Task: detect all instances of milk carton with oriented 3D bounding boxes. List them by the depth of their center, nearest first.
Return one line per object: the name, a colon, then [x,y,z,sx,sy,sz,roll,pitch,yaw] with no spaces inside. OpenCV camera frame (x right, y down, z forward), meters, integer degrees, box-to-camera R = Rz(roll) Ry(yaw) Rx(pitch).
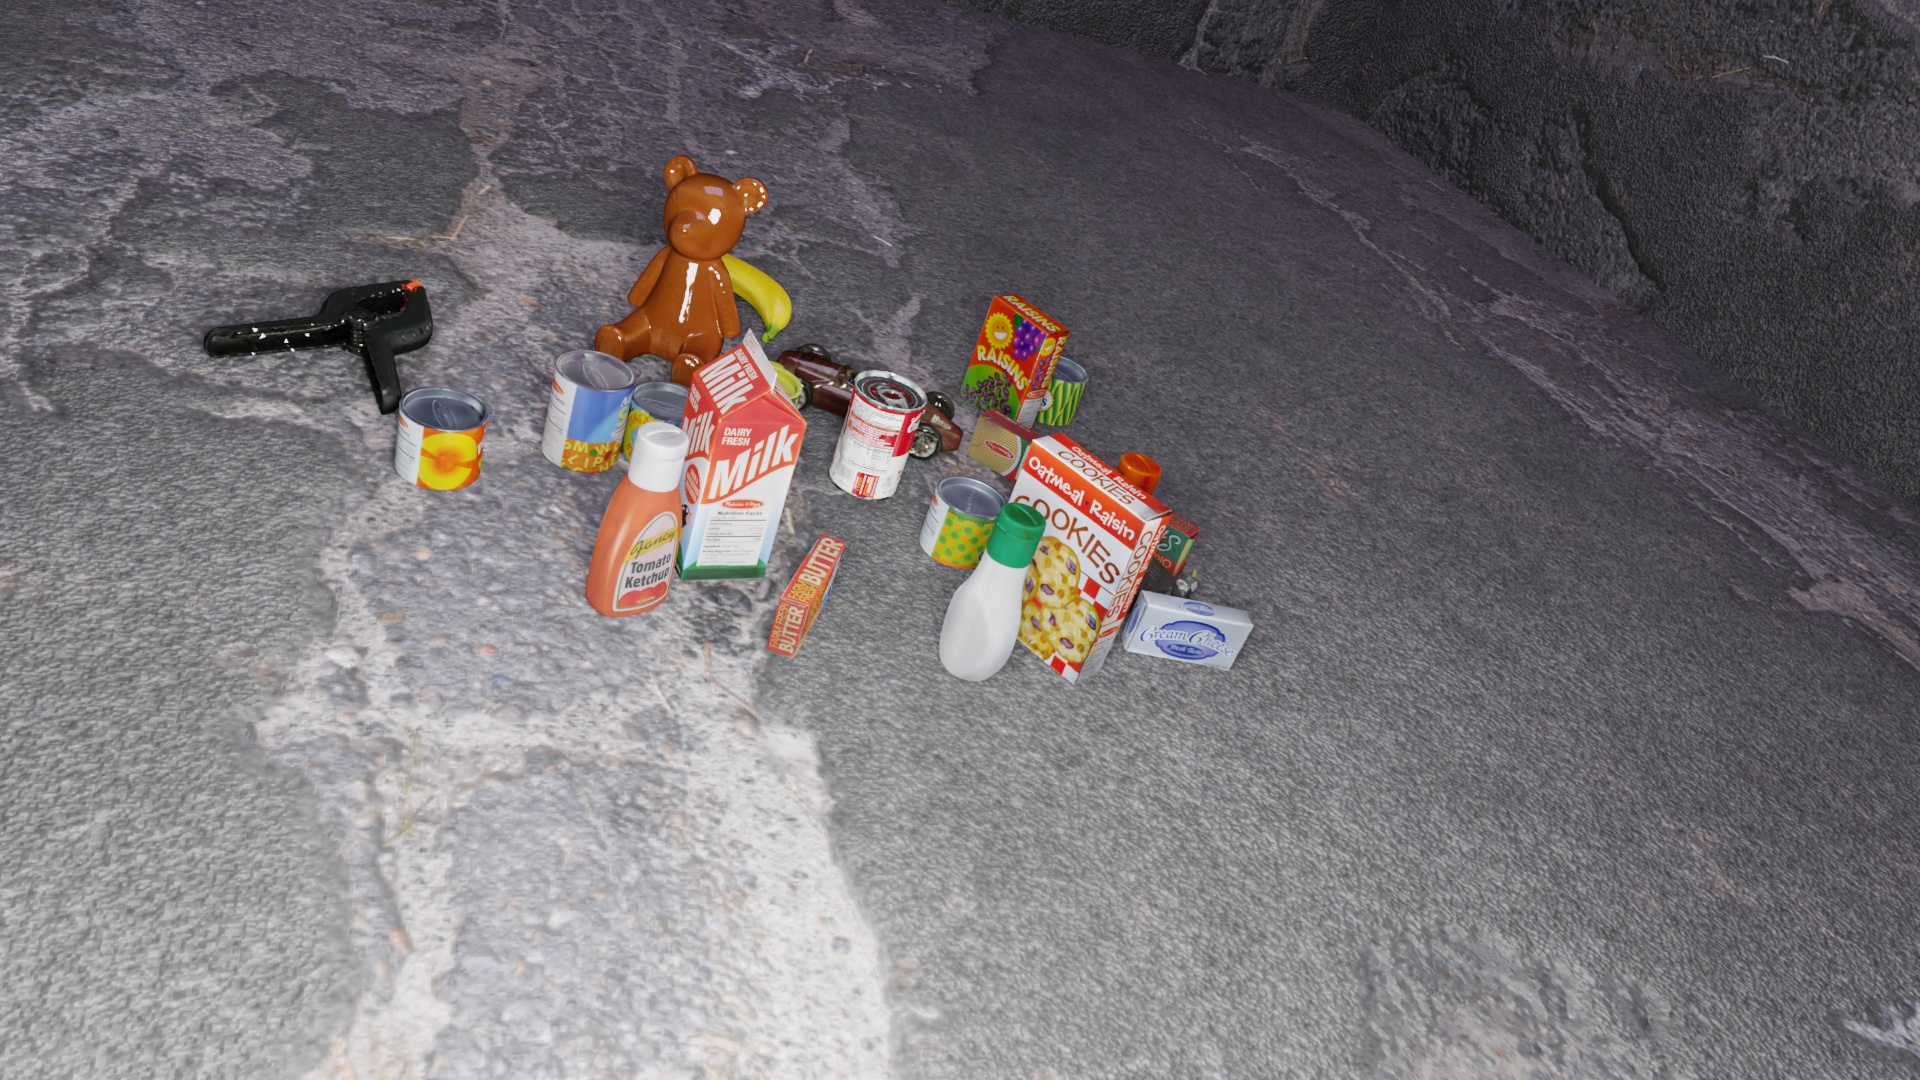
milk carton: [-0.176,-0.065,1.083,0.073,0.189,0.072,0,36,-31]

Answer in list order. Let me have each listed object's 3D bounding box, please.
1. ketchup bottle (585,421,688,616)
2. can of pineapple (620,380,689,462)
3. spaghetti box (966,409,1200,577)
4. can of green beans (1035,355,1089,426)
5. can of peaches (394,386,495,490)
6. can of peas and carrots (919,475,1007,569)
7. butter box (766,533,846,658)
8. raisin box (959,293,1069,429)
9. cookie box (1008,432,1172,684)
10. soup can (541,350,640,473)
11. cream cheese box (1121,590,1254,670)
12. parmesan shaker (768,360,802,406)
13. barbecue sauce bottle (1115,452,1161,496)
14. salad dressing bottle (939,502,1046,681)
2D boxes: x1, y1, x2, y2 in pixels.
ketchup bottle: [-0.231,-0.015,1.013,0.043,0.148,0.065,38,35,28]
can of pineapple: [-0.262,-0.098,1.215,0.071,0.057,0.071,15,31,-9]
spaghetti box: [0.119,-0.048,1.366,0.250,0.050,0.029,32,32,19]
can of green beans: [0.101,-0.167,1.537,0.071,0.057,0.071,15,31,-9]
can of peaches: [-0.409,-0.081,1.101,0.071,0.057,0.071,15,31,-9]
can of peas and carrots: [0.004,-0.016,1.239,0.071,0.058,0.071,15,31,-9]
butter box: [-0.119,0.042,1.081,0.024,0.052,0.104,21,31,1]
raisin box: [0.057,-0.189,1.481,0.040,0.122,0.086,-14,44,-44]
cookie box: [0.087,0.014,1.134,0.123,0.166,0.040,38,35,28]
soup can: [-0.313,-0.109,1.176,0.071,0.083,0.072,15,31,-9]
cream cheese box: [0.197,0.079,1.207,0.104,0.053,0.024,12,31,-14]
parmesan shaker: [-0.182,-0.098,1.218,0.071,0.102,0.071,15,31,-9]
barbecue sauce bottle: [0.132,-0.006,1.210,0.044,0.147,0.065,9,32,-19]
salad dressing bottle: [0.026,0.040,1.076,0.044,0.147,0.064,-6,39,-37]
